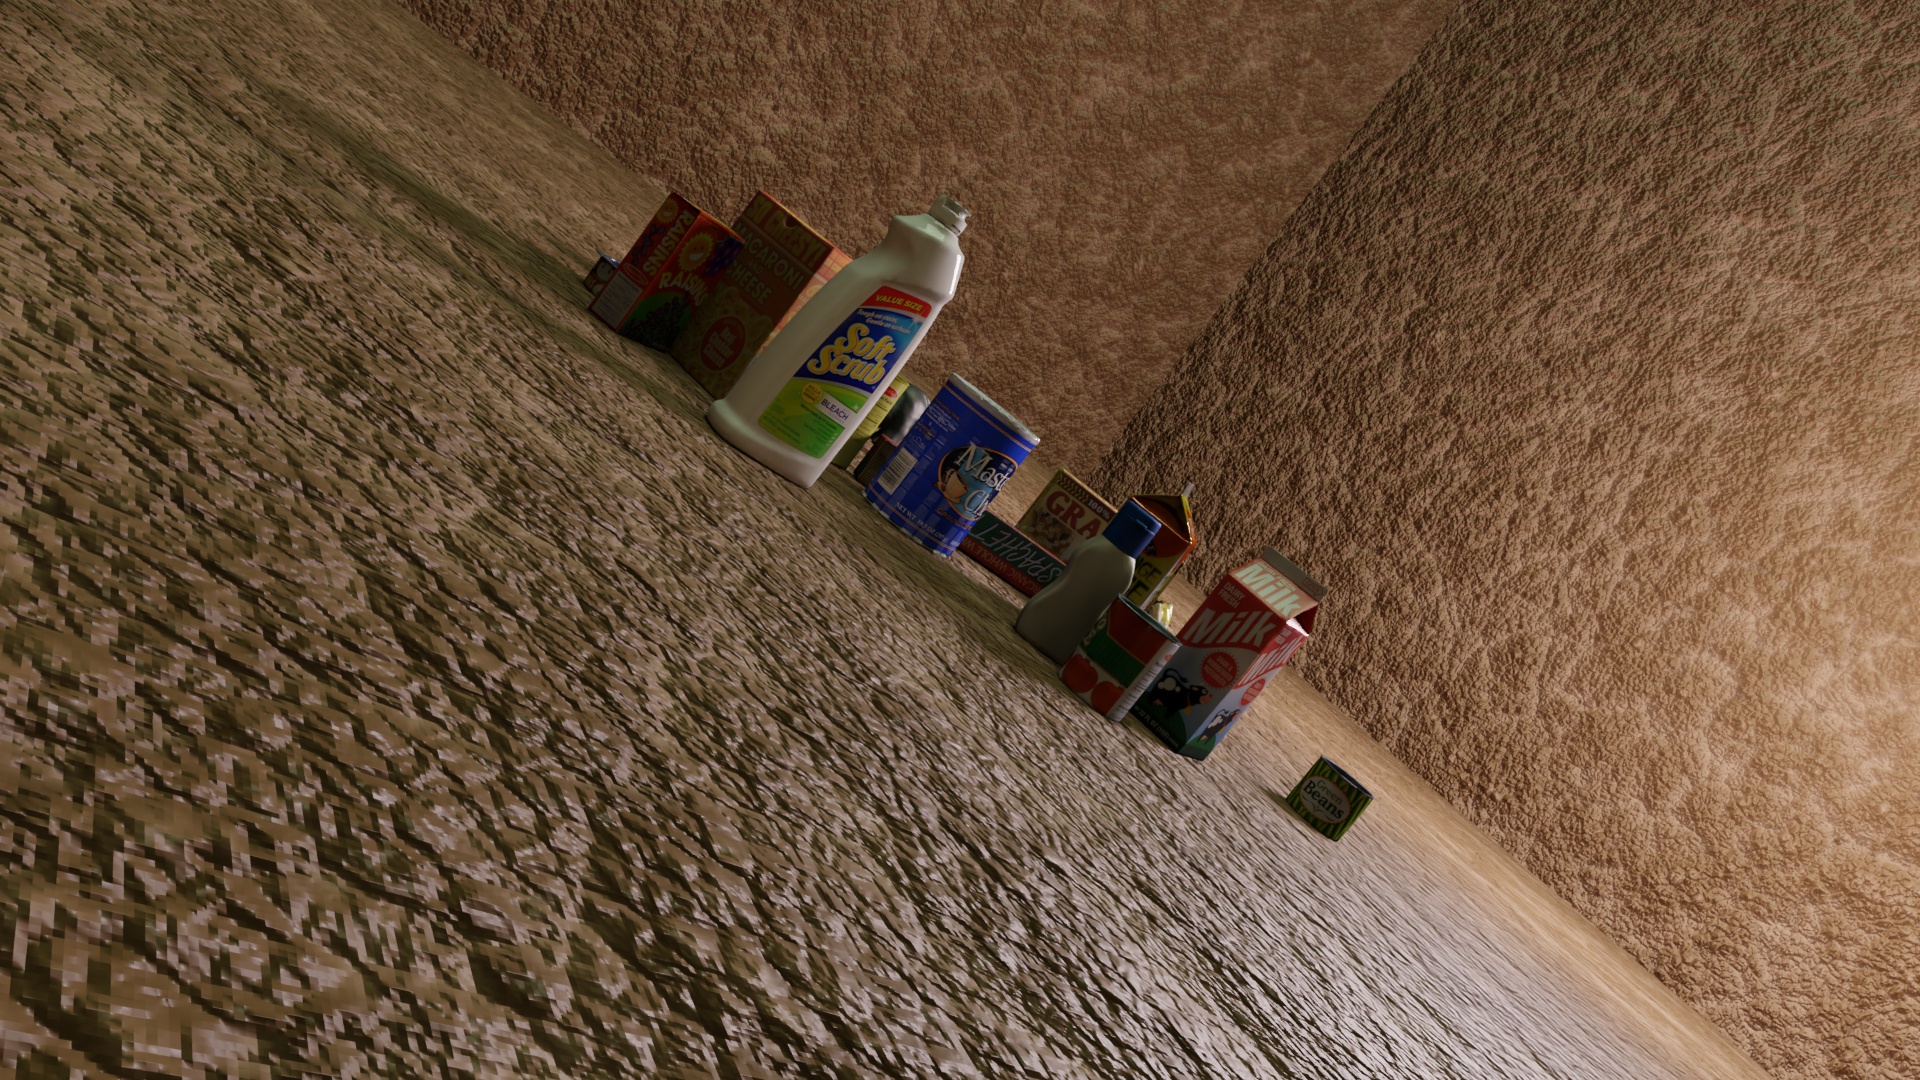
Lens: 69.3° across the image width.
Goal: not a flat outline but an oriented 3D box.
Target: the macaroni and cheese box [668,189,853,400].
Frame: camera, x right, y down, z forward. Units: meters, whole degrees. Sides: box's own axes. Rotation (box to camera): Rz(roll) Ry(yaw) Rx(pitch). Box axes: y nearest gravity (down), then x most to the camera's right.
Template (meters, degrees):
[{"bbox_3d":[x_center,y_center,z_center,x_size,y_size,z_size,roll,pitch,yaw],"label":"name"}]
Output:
[{"bbox_3d":[-0.184,-0.212,1.227,0.124,0.166,0.040,42,8,35],"label":"macaroni and cheese box"}]

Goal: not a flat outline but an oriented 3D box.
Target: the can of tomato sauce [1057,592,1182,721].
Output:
[{"bbox_3d":[0.128,0.095,1.139,0.071,0.083,0.071,37,7,-5],"label":"can of tomato sauce"}]

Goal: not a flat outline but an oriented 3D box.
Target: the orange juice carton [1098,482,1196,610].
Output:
[{"bbox_3d":[0.155,0.023,1.286,0.073,0.192,0.072,39,7,11],"label":"orange juice carton"}]

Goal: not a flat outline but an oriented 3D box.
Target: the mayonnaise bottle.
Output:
[{"bbox_3d":[0.113,0.034,1.190,0.065,0.148,0.041,37,6,-5],"label":"mayonnaise bottle"}]

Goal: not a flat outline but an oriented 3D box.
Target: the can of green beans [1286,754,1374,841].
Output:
[{"bbox_3d":[0.368,0.257,1.385,0.071,0.057,0.071,37,7,-5],"label":"can of green beans"}]

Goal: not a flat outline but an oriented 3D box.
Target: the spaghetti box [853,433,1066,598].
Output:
[{"bbox_3d":[0.005,-0.017,1.387,0.250,0.050,0.029,34,7,-24],"label":"spaghetti box"}]

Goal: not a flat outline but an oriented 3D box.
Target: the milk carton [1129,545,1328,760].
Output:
[{"bbox_3d":[0.238,0.098,1.226,0.072,0.190,0.073,42,8,31],"label":"milk carton"}]

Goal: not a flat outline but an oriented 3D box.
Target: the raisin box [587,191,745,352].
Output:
[{"bbox_3d":[-0.248,-0.227,1.184,0.040,0.123,0.086,40,7,18],"label":"raisin box"}]

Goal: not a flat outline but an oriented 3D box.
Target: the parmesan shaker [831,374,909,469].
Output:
[{"bbox_3d":[-0.108,-0.130,1.336,0.071,0.103,0.071,37,7,-5],"label":"parmesan shaker"}]

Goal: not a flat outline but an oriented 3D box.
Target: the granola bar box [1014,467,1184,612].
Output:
[{"bbox_3d":[0.136,0.021,1.482,0.165,0.124,0.039,37,6,-4],"label":"granola bar box"}]

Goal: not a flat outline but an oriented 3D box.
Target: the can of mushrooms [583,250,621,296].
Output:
[{"bbox_3d":[-0.311,-0.232,1.272,0.071,0.033,0.071,37,7,-5],"label":"can of mushrooms"}]
